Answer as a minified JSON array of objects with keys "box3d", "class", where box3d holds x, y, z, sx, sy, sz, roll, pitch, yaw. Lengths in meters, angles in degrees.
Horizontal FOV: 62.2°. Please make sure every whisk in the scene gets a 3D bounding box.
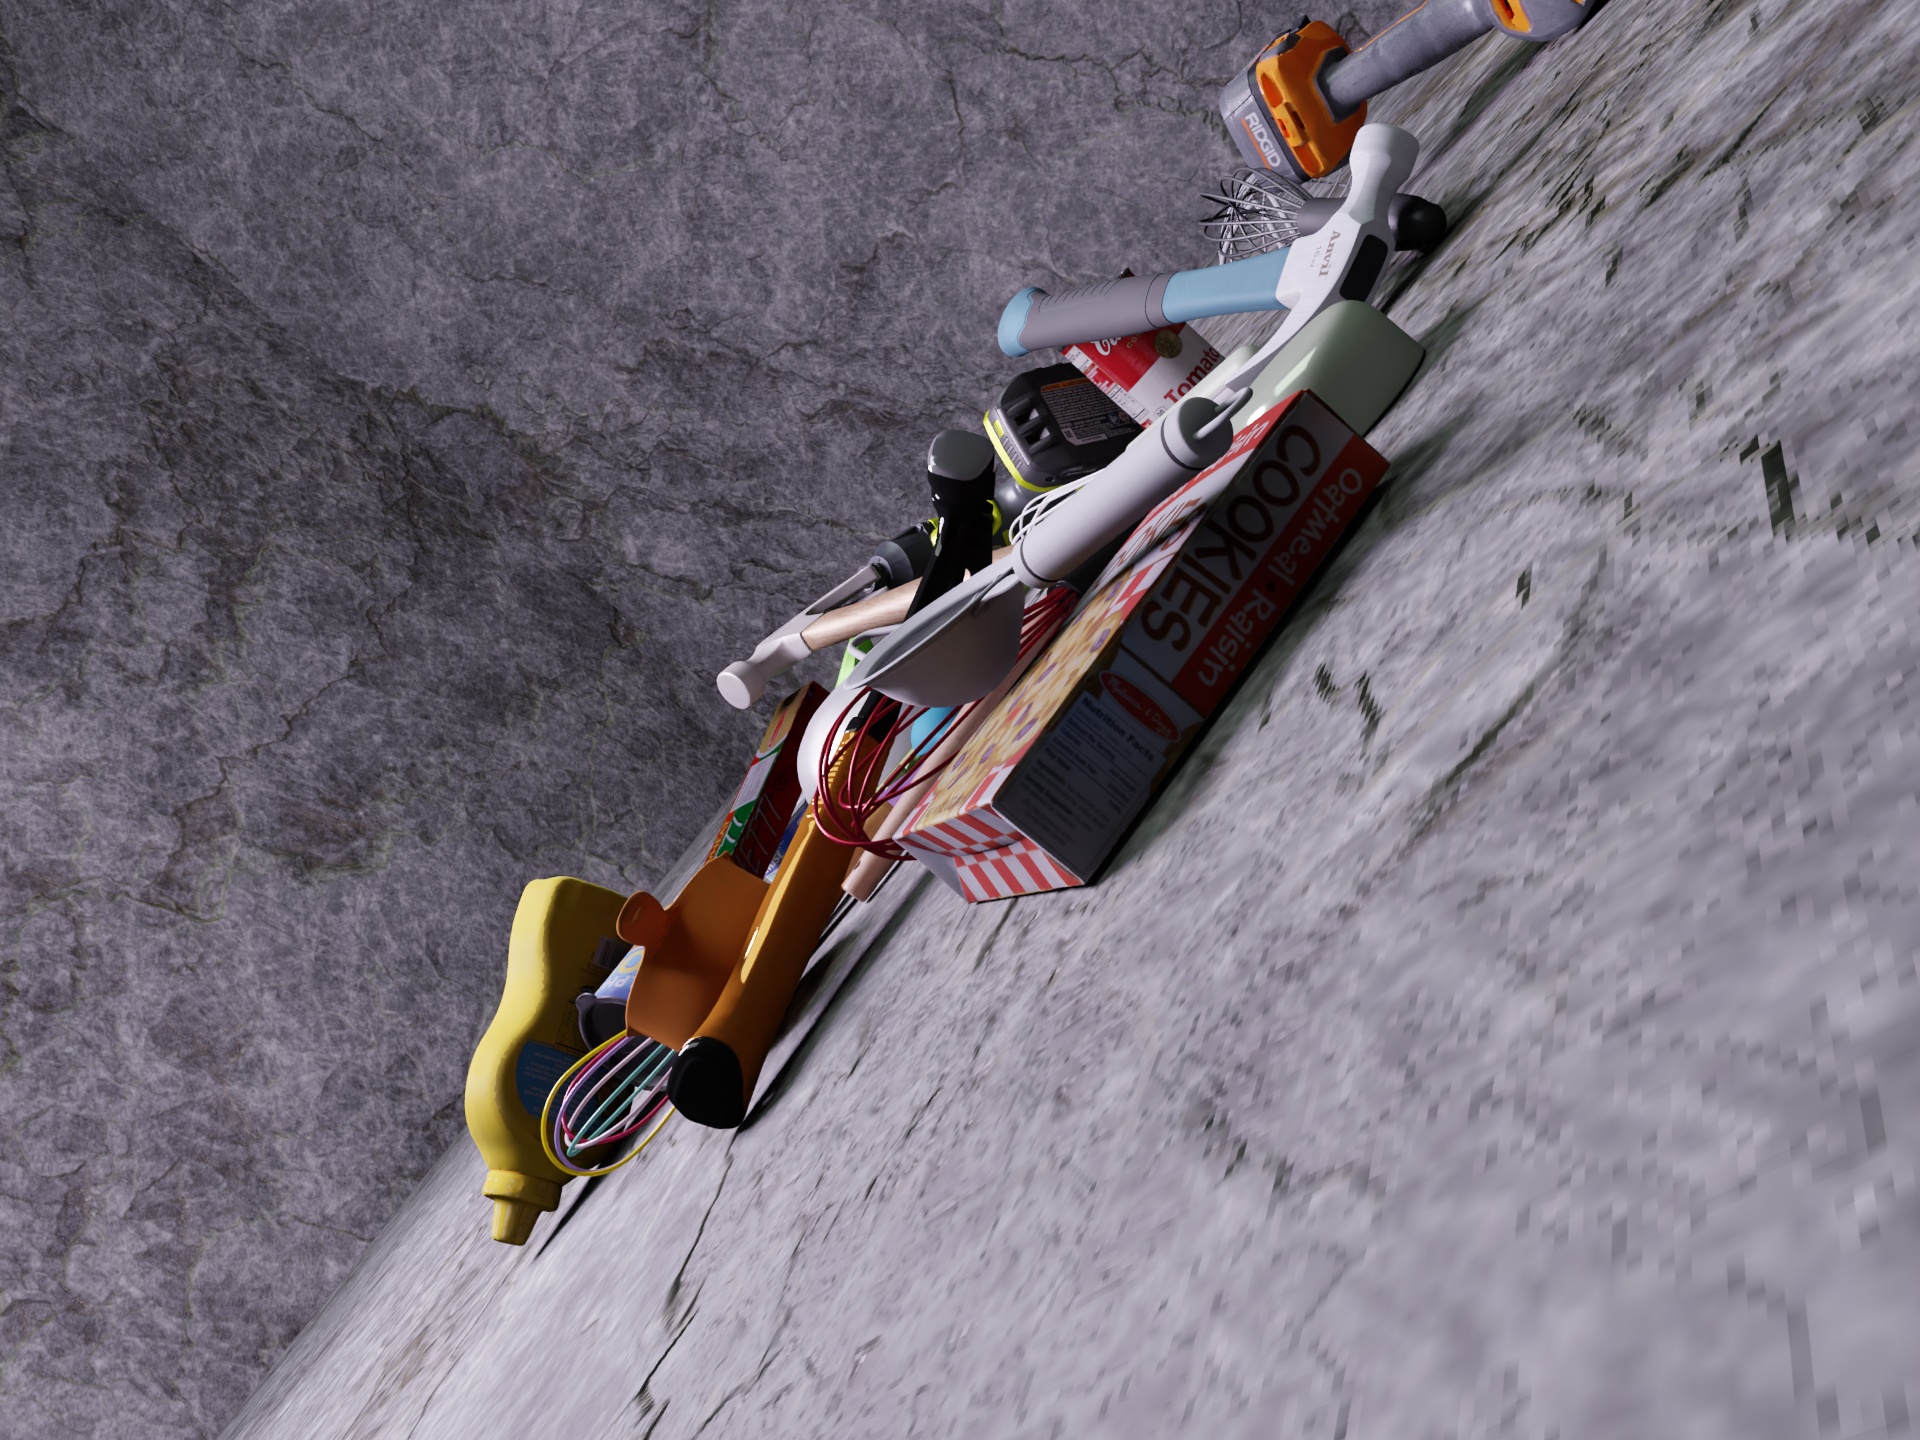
[{"box3d":[0.107,-0.157,0.987,0.246,0.057,0.059,-37,48,50],"class":"whisk"},{"box3d":[0.038,-0.040,0.692,0.296,0.073,0.073,-47,4,-35],"class":"whisk"},{"box3d":[-0.117,0.128,0.803,0.245,0.047,0.051,-47,-21,-21],"class":"whisk"},{"box3d":[0.187,-0.268,0.844,0.055,0.055,0.239,-49,24,4],"class":"whisk"}]

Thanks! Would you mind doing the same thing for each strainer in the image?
[{"box3d":[0.024,-0.049,0.536,0.087,0.050,0.258,-43,4,-29],"class":"strainer"},{"box3d":[-0.032,-0.029,1.041,0.256,0.069,0.151,-56,9,-35],"class":"strainer"}]

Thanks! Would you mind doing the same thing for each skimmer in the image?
[{"box3d":[0.227,-0.294,1.015,0.127,0.090,0.364,-43,18,24],"class":"skimmer"}]

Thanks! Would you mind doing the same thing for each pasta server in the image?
[{"box3d":[0.044,-0.038,0.790,0.316,0.040,0.060,-55,7,-11],"class":"pasta server"}]

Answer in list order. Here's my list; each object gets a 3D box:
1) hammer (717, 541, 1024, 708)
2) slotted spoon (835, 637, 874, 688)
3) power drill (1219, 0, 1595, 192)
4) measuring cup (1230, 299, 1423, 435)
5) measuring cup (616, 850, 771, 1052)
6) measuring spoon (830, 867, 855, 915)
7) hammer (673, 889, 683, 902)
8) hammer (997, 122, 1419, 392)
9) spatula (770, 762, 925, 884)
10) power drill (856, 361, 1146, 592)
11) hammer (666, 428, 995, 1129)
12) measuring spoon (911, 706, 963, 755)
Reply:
[{"box3d":[-0.022,-0.080,1.019,0.331,0.031,0.130,-14,24,48],"class":"hammer"},{"box3d":[-0.138,0.071,1.175,0.313,0.031,0.070,-59,16,13],"class":"slotted spoon"},{"box3d":[0.285,-0.422,0.964,0.226,0.084,0.164,-19,25,40],"class":"power drill"},{"box3d":[0.118,-0.114,0.643,0.083,0.038,0.167,-52,9,-25],"class":"measuring cup"},{"box3d":[-0.108,0.102,0.687,0.095,0.052,0.173,-62,-7,-13],"class":"measuring cup"},{"box3d":[-0.060,0.093,0.798,0.117,0.011,0.021,-53,-5,-5],"class":"measuring spoon"},{"box3d":[-0.134,0.067,1.330,0.143,0.038,0.386,-52,6,-34],"class":"hammer"},{"box3d":[0.112,-0.232,0.872,0.331,0.033,0.128,16,88,62],"class":"hammer"},{"box3d":[-0.115,0.110,0.920,0.316,0.018,0.060,-40,7,17],"class":"spatula"},{"box3d":[0.032,-0.160,1.148,0.171,0.080,0.223,-20,-14,-39],"class":"power drill"},{"box3d":[-0.048,0.027,0.711,0.127,0.034,0.337,89,-161,-54],"class":"hammer"},{"box3d":[-0.001,-0.003,0.862,0.042,0.021,0.128,-34,4,-15],"class":"measuring spoon"}]
